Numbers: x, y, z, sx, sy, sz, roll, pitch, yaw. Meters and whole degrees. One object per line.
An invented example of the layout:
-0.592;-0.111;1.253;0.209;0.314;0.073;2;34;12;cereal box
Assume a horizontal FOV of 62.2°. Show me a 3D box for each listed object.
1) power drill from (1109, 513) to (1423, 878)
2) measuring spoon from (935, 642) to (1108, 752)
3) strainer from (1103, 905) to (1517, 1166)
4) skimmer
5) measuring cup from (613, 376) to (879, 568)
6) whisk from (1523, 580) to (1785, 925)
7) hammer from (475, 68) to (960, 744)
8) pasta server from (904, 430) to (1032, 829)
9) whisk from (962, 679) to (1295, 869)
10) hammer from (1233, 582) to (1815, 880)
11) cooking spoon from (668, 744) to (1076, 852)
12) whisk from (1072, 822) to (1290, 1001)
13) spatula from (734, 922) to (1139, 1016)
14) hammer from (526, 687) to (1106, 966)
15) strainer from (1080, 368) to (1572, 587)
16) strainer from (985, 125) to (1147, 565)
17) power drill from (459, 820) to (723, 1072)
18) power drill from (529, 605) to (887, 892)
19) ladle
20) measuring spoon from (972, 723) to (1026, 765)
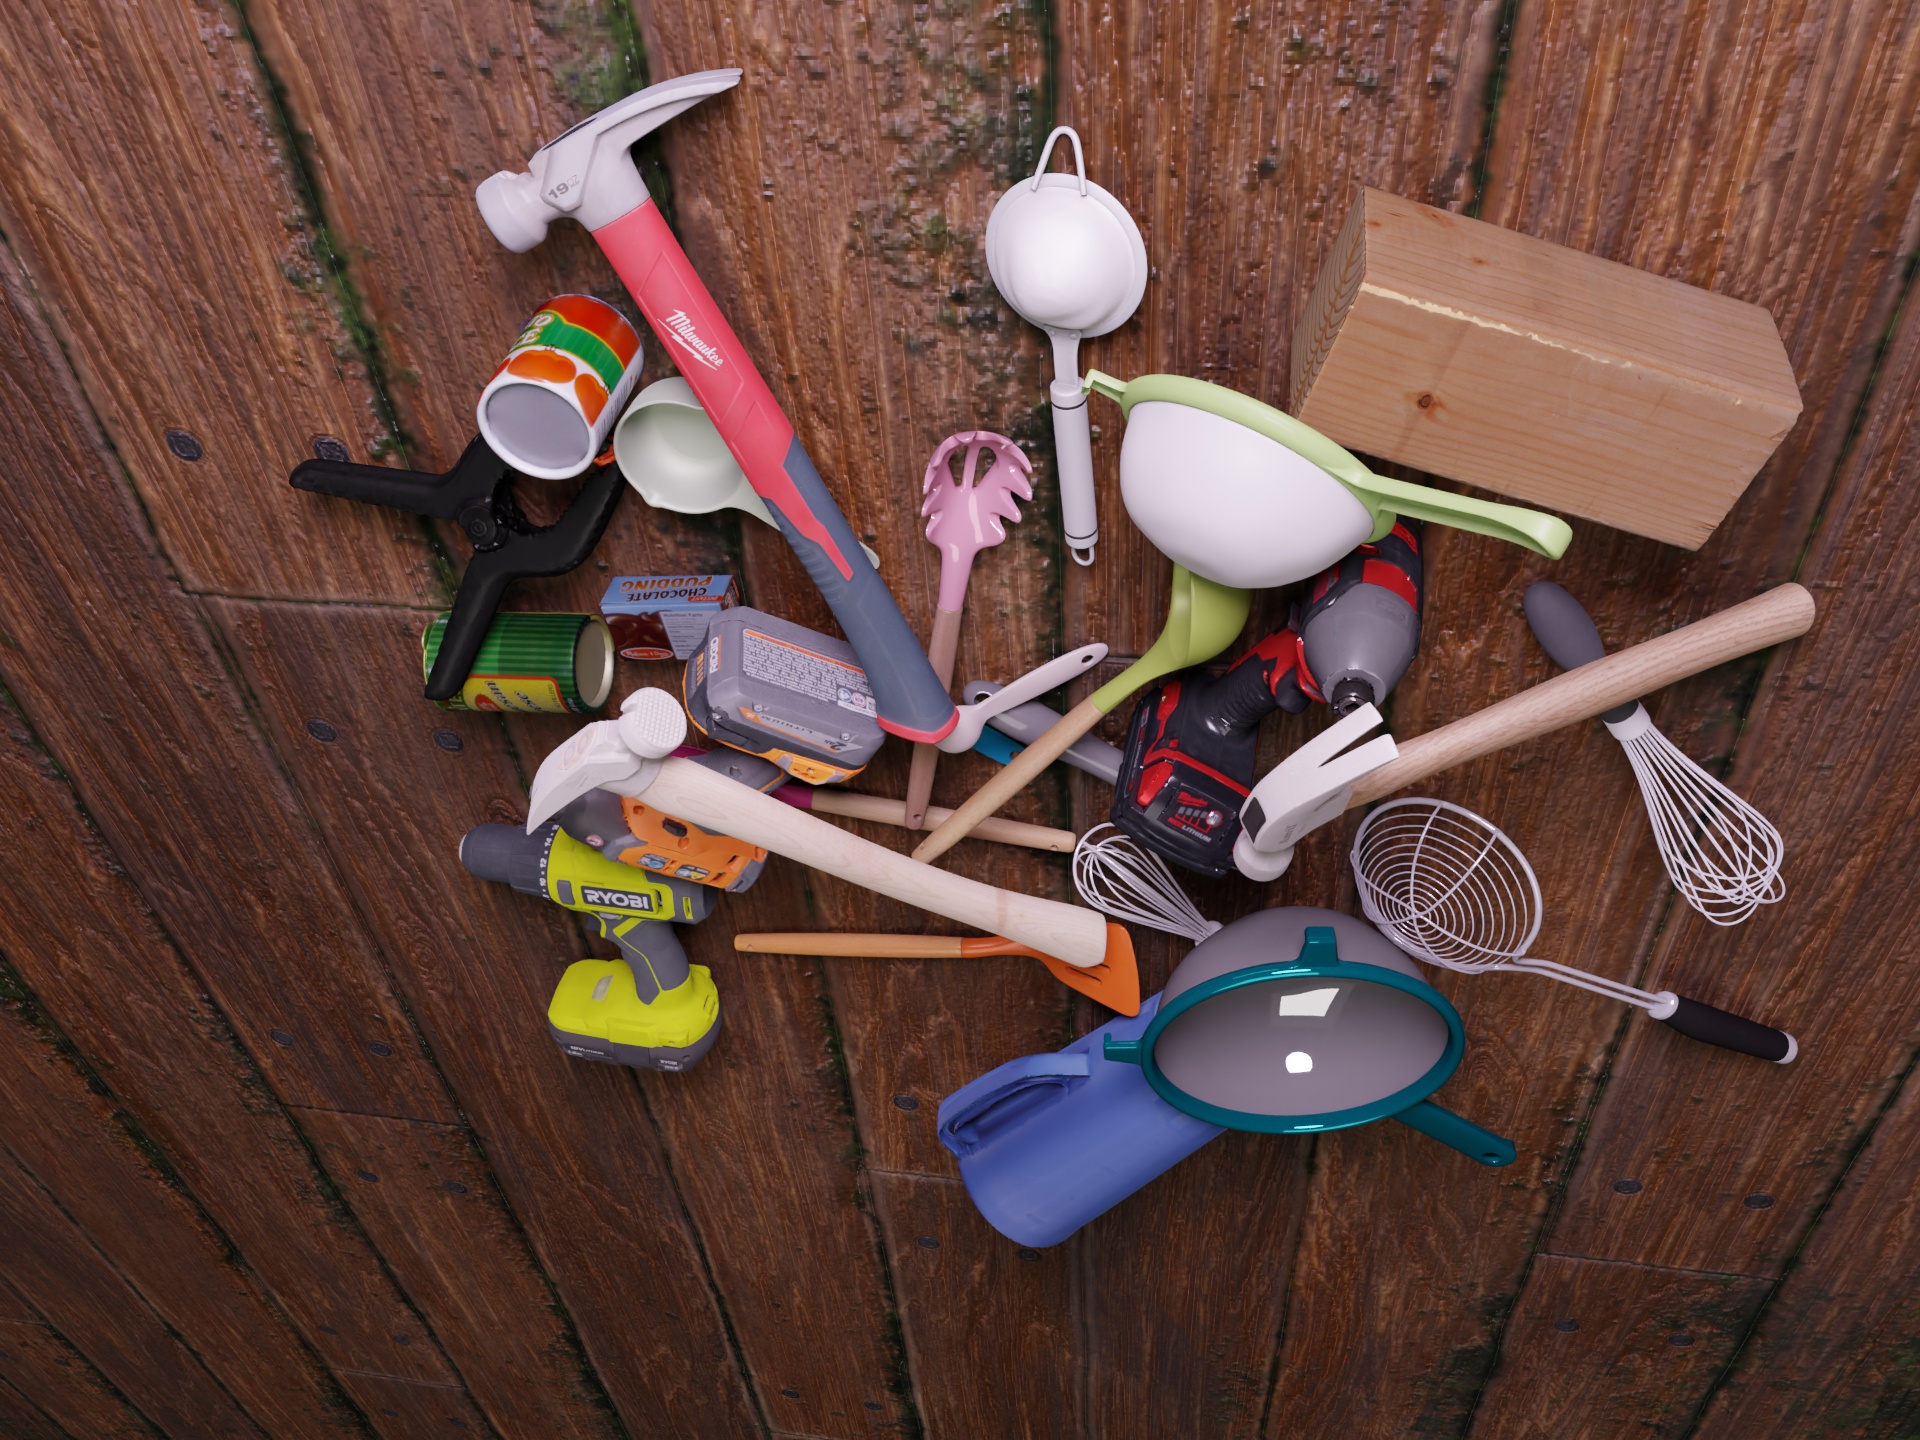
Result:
0.176;-0.011;0.896;0.078;0.143;0.219;28;136;-11;power drill
0.038;-0.013;0.982;0.124;0.018;0.034;-29;138;7;measuring spoon
0.273;0.218;1.105;0.340;0.095;0.211;30;131;-29;strainer
0.426;0.150;1.074;0.363;0.090;0.127;20;145;-21;skimmer
-0.116;-0.138;0.914;0.167;0.038;0.083;28;133;-17;measuring cup
0.406;0.021;0.936;0.070;0.070;0.284;-27;118;34;whisk
-0.086;-0.145;0.853;0.143;0.038;0.386;-24;120;13;hammer
-0.009;-0.044;0.962;0.060;0.040;0.316;2;131;-10;pasta server
0.109;0.032;1.023;0.239;0.055;0.055;27;134;-7;whisk
0.301;-0.005;0.835;0.331;0.031;0.130;-21;156;-8;hammer
-0.077;0.059;1.111;0.319;0.017;0.068;10;133;5;cooking spoon
0.170;0.148;1.126;0.246;0.059;0.058;36;168;-26;whisk
-0.023;0.175;1.197;0.322;0.041;0.081;-1;118;16;spatula
-0.070;0.093;1.015;0.410;0.038;0.146;25;140;-33;hammer
0.165;-0.091;0.755;0.151;0.069;0.257;31;177;-40;strainer
0.056;-0.177;0.833;0.087;0.050;0.258;14;141;22;strainer
-0.274;0.165;1.224;0.190;0.080;0.228;6;132;7;power drill
-0.164;0.026;1.014;0.164;0.084;0.226;19;138;-28;power drill
0.058;-0.001;0.963;0.062;0.078;0.320;26;130;-26;ladle
-0.002;-0.003;1.038;0.128;0.021;0.042;30;122;-28;measuring spoon
